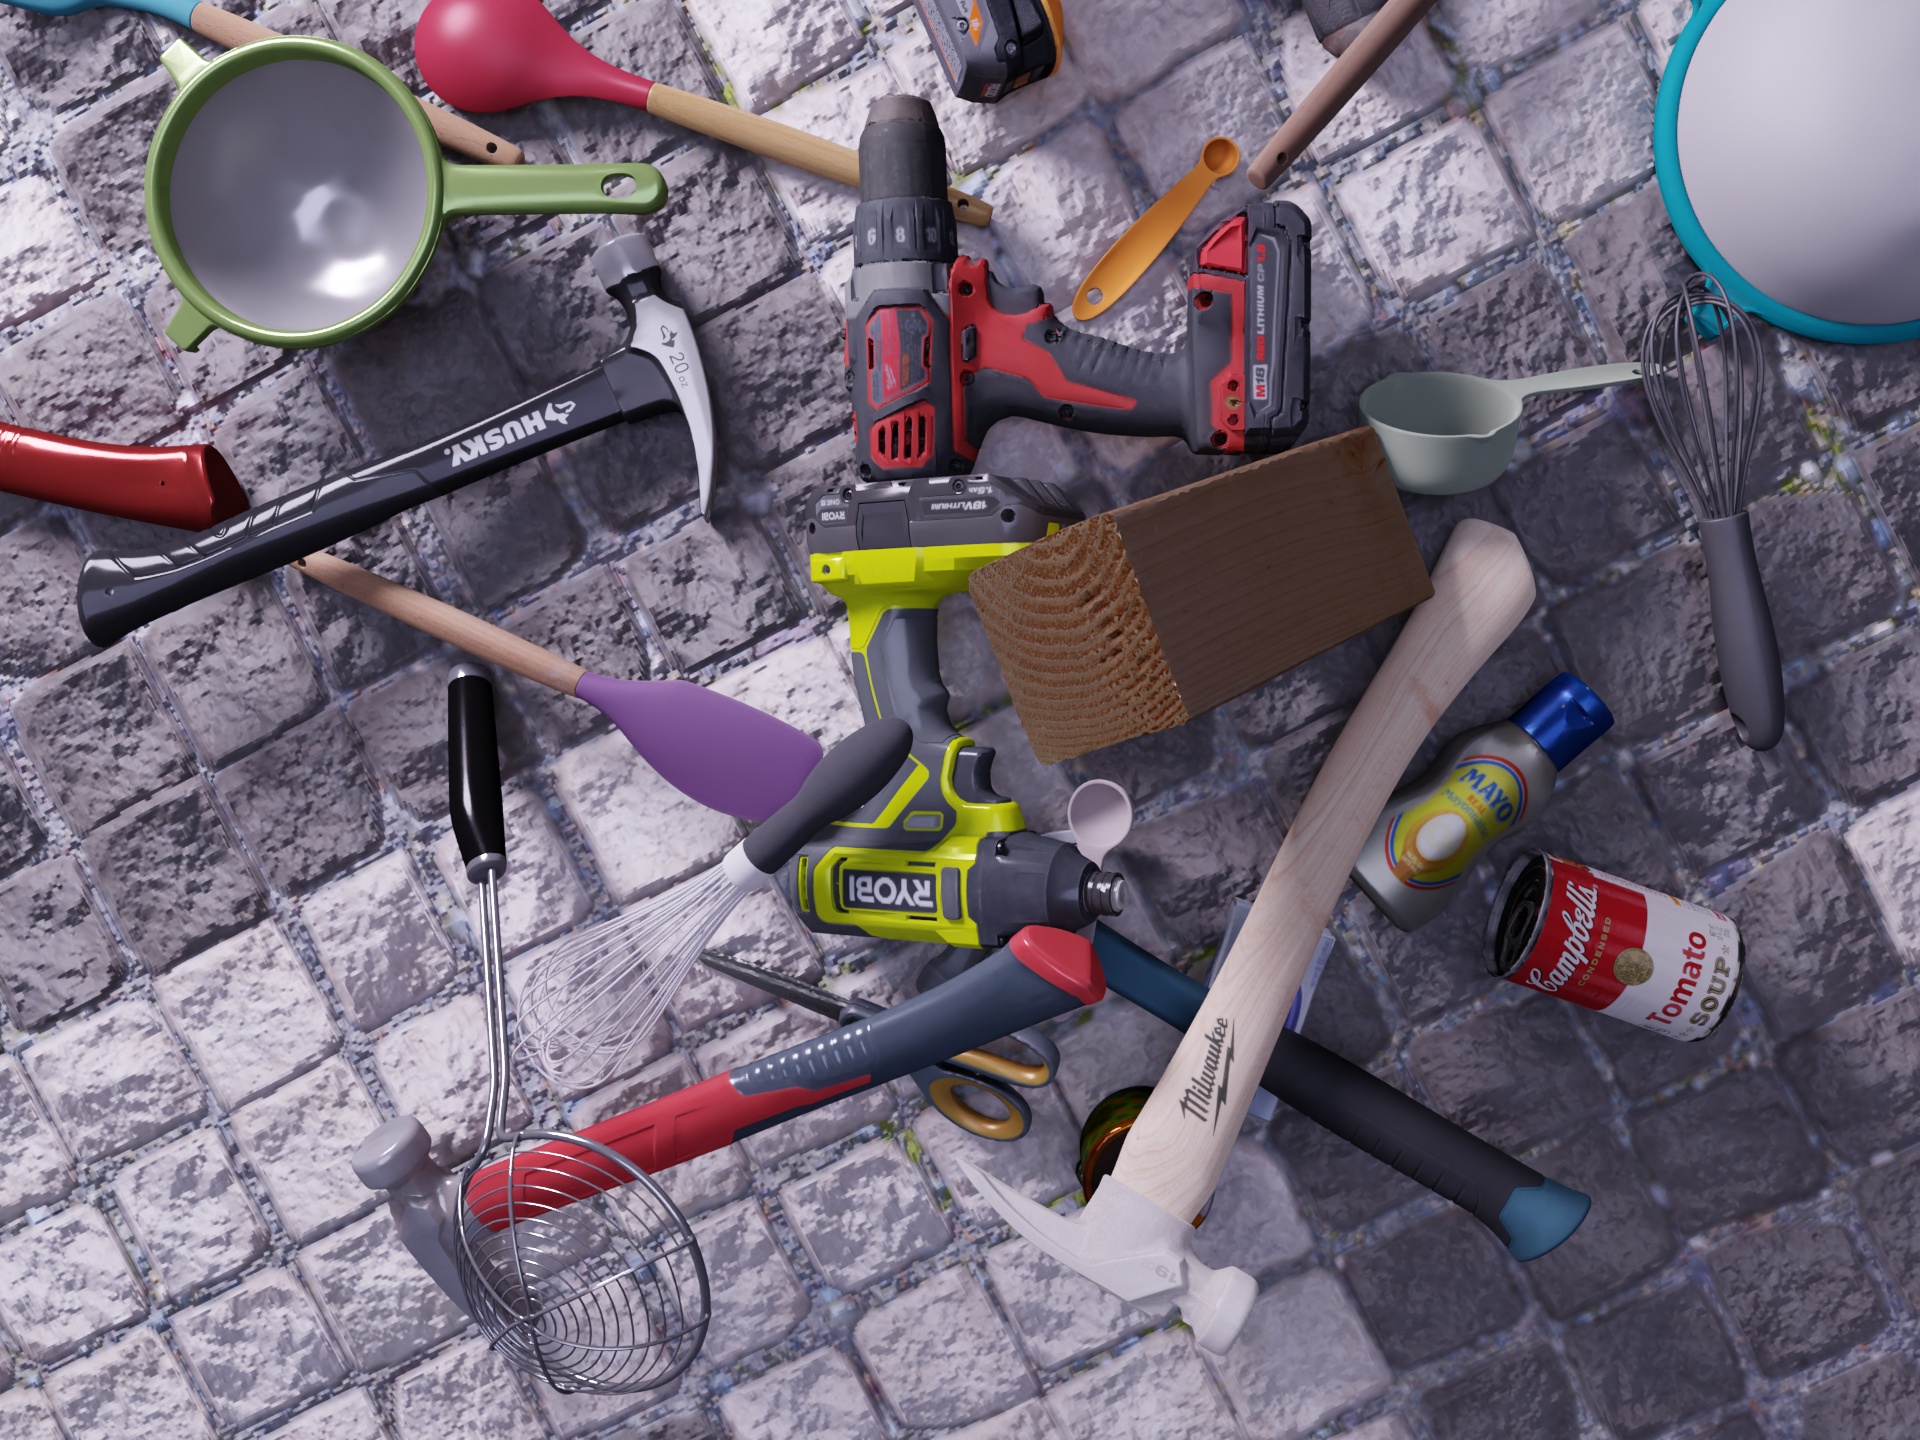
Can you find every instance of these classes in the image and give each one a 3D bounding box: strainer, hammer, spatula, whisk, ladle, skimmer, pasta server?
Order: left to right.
[{"bbox_3d":[-0.556,-0.141,0.838,0.359,0.037,0.149,13,94,3],"label":"hammer"},{"bbox_3d":[-0.372,-0.352,0.814,0.317,0.044,0.082,24,94,1],"label":"spatula"},{"bbox_3d":[-0.282,-0.115,0.804,0.335,0.035,0.146,-24,92,-4],"label":"hammer"},{"bbox_3d":[-0.270,-0.258,0.800,0.256,0.069,0.151,0,92,2],"label":"strainer"},{"bbox_3d":[-0.213,-0.026,0.807,0.316,0.018,0.059,24,110,12],"label":"spatula"},{"bbox_3d":[-0.197,0.130,0.757,0.127,0.090,0.364,-36,52,27],"label":"skimmer"},{"bbox_3d":[-0.133,-0.308,0.813,0.315,0.031,0.069,19,94,0],"label":"ladle"},{"bbox_3d":[-0.124,0.091,0.781,0.284,0.070,0.070,-41,90,21],"label":"whisk"},{"bbox_3d":[-0.103,0.199,0.775,0.386,0.038,0.143,-24,111,15],"label":"hammer"},{"bbox_3d":[0.146,0.162,0.784,0.331,0.033,0.128,30,96,14],"label":"hammer"},{"bbox_3d":[0.155,0.076,0.759,0.146,0.038,0.411,28,78,11],"label":"hammer"},{"bbox_3d":[0.243,-0.370,0.756,0.060,0.040,0.316,44,82,-24],"label":"pasta server"},{"bbox_3d":[0.376,-0.099,0.778,0.055,0.055,0.239,-14,100,4],"label":"whisk"},{"bbox_3d":[0.512,-0.294,0.742,0.340,0.095,0.211,-4,93,5],"label":"strainer"}]

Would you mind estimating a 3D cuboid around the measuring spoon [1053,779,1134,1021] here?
[{"bbox_3d":[0.062,0.089,0.785,0.034,0.018,0.124,16,100,29],"label":"measuring spoon"}]

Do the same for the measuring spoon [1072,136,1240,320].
[{"bbox_3d":[0.098,-0.249,0.811,0.021,0.011,0.117,42,98,-4],"label":"measuring spoon"}]

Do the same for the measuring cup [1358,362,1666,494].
[{"bbox_3d":[0.275,-0.148,0.787,0.167,0.083,0.038,-12,125,-14],"label":"measuring cup"}]

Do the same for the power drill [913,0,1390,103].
[{"bbox_3d":[0.092,-0.380,0.771,0.226,0.084,0.185,-25,100,-1],"label":"power drill"}]

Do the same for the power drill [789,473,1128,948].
[{"bbox_3d":[-0.001,-0.002,0.773,0.171,0.080,0.223,0,93,29],"label":"power drill"}]

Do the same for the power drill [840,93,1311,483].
[{"bbox_3d":[0.053,-0.210,0.777,0.226,0.080,0.188,-1,98,7],"label":"power drill"}]
